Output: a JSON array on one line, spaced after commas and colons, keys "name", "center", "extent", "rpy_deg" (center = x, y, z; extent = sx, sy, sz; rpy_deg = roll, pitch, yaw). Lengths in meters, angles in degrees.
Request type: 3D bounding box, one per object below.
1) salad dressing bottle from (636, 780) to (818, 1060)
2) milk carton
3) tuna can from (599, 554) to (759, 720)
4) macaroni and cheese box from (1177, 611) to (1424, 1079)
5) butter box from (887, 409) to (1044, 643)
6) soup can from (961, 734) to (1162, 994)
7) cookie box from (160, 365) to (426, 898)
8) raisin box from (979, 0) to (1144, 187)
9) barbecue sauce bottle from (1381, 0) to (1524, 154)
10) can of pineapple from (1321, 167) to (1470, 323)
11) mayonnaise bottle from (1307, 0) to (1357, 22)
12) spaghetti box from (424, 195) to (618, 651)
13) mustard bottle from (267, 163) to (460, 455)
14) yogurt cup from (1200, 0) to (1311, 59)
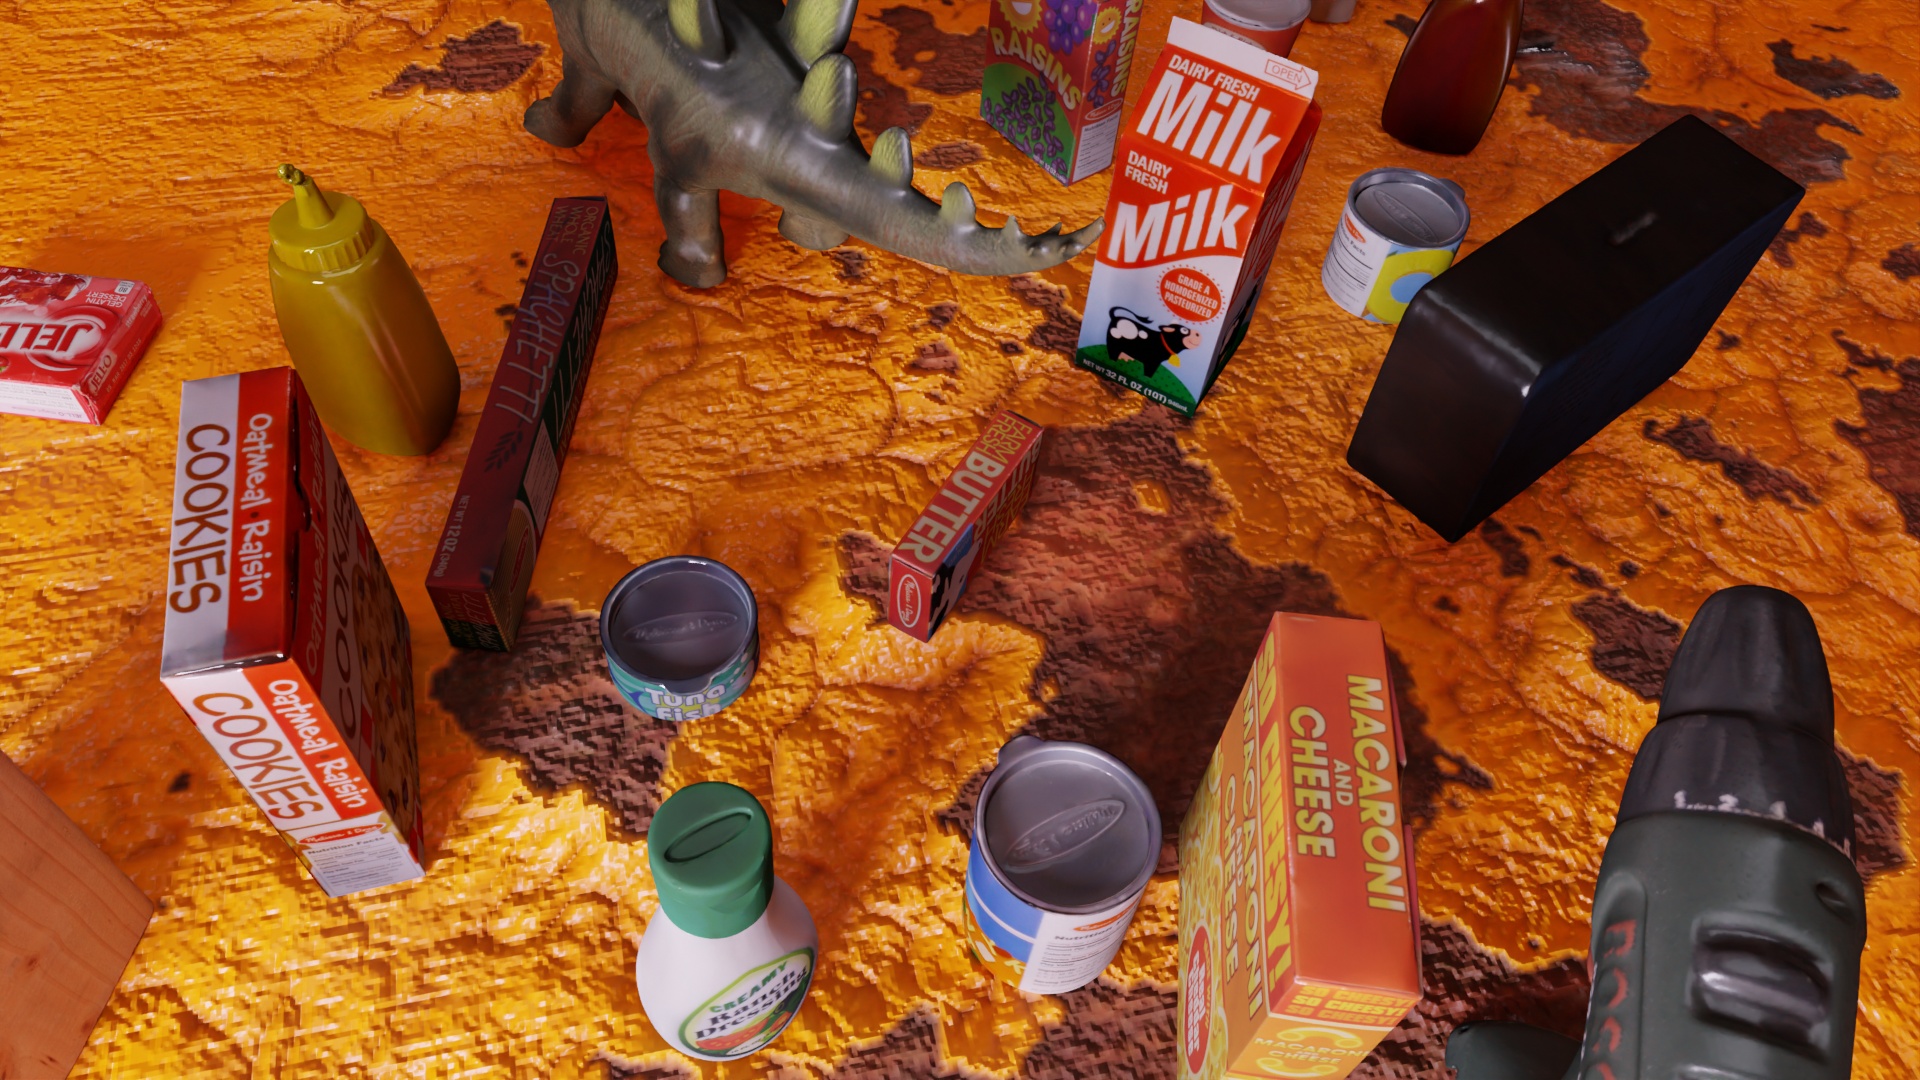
[{"name": "salad dressing bottle", "center": [-0.079, 0.129, 0.463], "extent": [0.064, 0.146, 0.044], "rpy_deg": [-25, 59, -21]}, {"name": "milk carton", "center": [0.114, -0.156, 0.668], "extent": [0.072, 0.189, 0.074], "rpy_deg": [27, 56, 15]}, {"name": "tuna can", "center": [-0.119, 0.044, 0.595], "extent": [0.071, 0.032, 0.071], "rpy_deg": [2, 53, -3]}, {"name": "macaroni and cheese box", "center": [0.109, 0.121, 0.474], "extent": [0.040, 0.165, 0.124], "rpy_deg": [7, 53, 0]}, {"name": "butter box", "center": [0.002, -0.008, 0.632], "extent": [0.024, 0.052, 0.104], "rpy_deg": [27, 56, 14]}, {"name": "soup can", "center": [0.034, 0.121, 0.519], "extent": [0.071, 0.083, 0.072], "rpy_deg": [2, 53, -3]}, {"name": "cookie box", "center": [-0.235, 0.038, 0.505], "extent": [0.040, 0.166, 0.123], "rpy_deg": [-11, 55, -12]}, {"name": "raisin box", "center": [0.056, -0.279, 0.796], "extent": [0.040, 0.122, 0.086], "rpy_deg": [-30, 61, -24]}, {"name": "barbecue sauce bottle", "center": [0.300, -0.301, 0.819], "extent": [0.065, 0.147, 0.044], "rpy_deg": [19, 54, 9]}, {"name": "can of pineapple", "center": [0.240, -0.162, 0.766], "extent": [0.071, 0.057, 0.071], "rpy_deg": [2, 53, -3]}, {"name": "mayonnaise bottle", "center": [0.254, -0.416, 0.901], "extent": [0.041, 0.147, 0.065], "rpy_deg": [1, 53, -4]}, {"name": "spaghetti box", "center": [-0.201, -0.065, 0.659], "extent": [0.029, 0.050, 0.251], "rpy_deg": [4, 53, -2]}, {"name": "mustard bottle", "center": [-0.267, -0.103, 0.613], "extent": [0.065, 0.159, 0.049], "rpy_deg": [11, 53, 3]}, {"name": "yogurt cup", "center": [0.183, -0.325, 0.885], "extent": [0.072, 0.053, 0.073], "rpy_deg": [2, 53, -3]}]
